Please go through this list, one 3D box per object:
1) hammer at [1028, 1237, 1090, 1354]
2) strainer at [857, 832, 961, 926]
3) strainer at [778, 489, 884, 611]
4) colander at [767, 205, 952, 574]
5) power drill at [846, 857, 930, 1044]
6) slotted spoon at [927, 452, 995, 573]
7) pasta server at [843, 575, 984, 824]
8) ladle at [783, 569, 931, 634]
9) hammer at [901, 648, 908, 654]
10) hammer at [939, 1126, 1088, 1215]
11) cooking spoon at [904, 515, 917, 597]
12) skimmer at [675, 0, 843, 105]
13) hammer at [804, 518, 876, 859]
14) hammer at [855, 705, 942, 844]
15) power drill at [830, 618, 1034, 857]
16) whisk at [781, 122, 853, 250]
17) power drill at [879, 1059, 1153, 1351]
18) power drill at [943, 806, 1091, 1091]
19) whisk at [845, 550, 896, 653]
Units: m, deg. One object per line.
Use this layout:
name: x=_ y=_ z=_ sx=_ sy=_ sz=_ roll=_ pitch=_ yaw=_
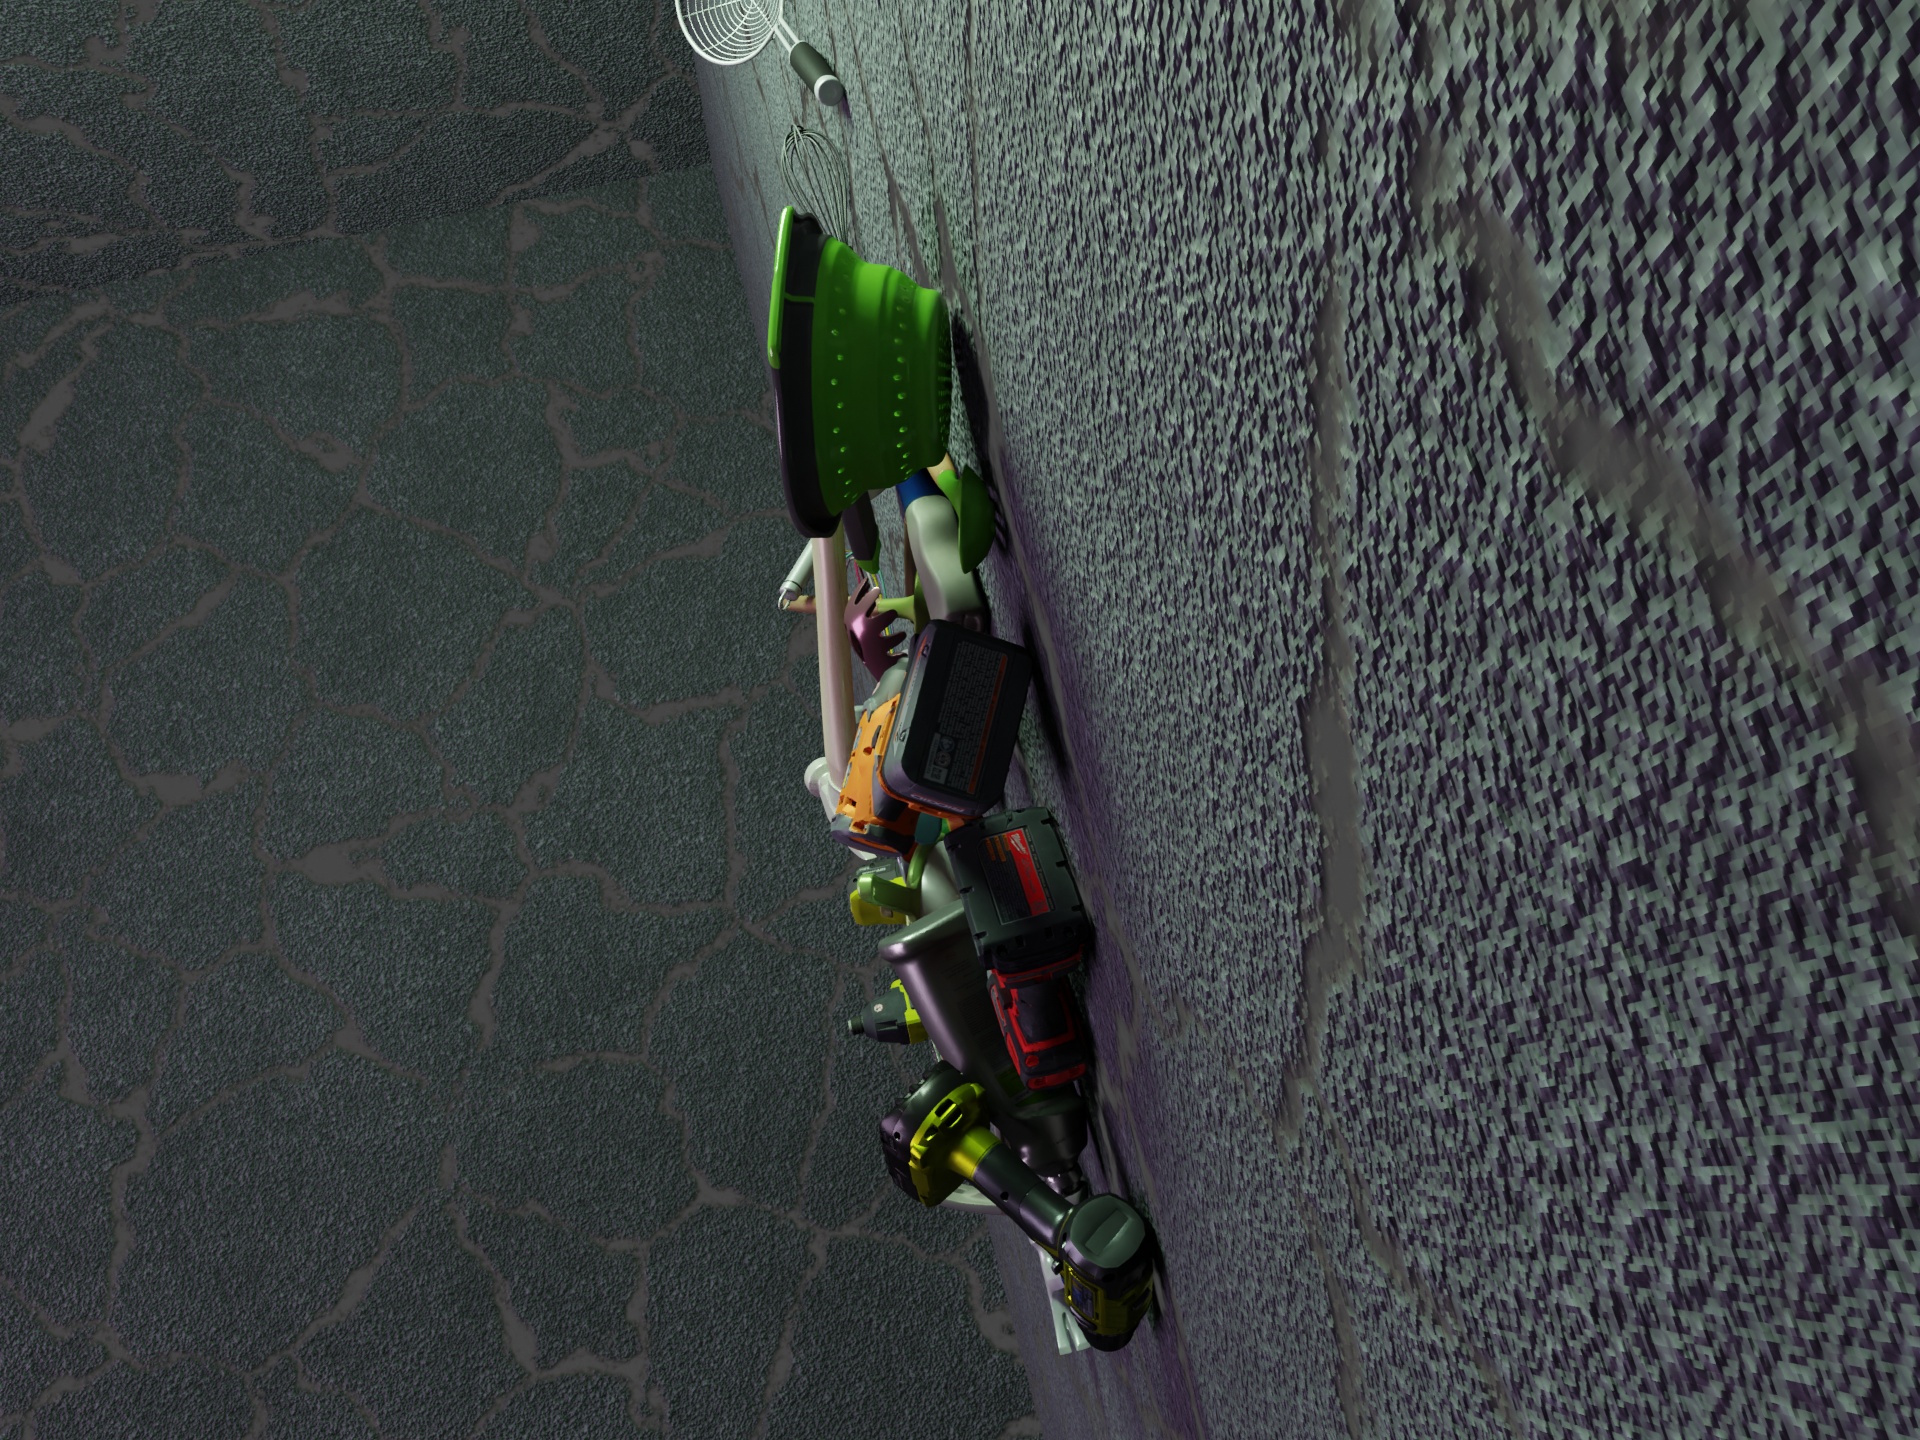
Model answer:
hammer: x=0.111 y=0.561 z=1.592 sx=0.405 sy=0.035 sz=0.144 roll=94 pitch=161 yaw=-69
strainer: x=-0.010 y=0.162 z=1.402 sx=0.256 sy=0.069 sz=0.151 roll=33 pitch=-127 yaw=-64
strainer: x=-0.113 y=-0.196 z=1.506 sx=0.086 sy=0.050 sz=0.259 roll=78 pitch=-149 yaw=-50
colander: x=-0.049 y=-0.193 z=1.095 sx=0.396 sy=0.094 sz=0.205 roll=78 pitch=-166 yaw=-71
power drill: x=-0.057 y=0.267 z=1.843 sx=0.080 sy=0.171 sz=0.223 roll=83 pitch=174 yaw=-46
slotted spoon: x=-0.013 y=-0.183 z=1.146 sx=0.314 sy=0.031 sz=0.070 roll=-112 pitch=18 yaw=-62
pasta server: x=-0.022 y=0.013 z=1.302 sx=0.060 sy=0.040 sz=0.315 roll=47 pitch=169 yaw=50
ladle: x=-0.089 y=-0.098 z=1.374 sx=0.320 sy=0.062 sz=0.078 roll=9 pitch=101 yaw=58
hammer: x=-0.002 y=-0.004 z=1.372 sx=0.386 sy=0.038 sz=0.143 roll=178 pitch=77 yaw=-83
hammer: x=0.025 y=0.269 z=1.385 sx=0.037 sy=0.149 sz=0.359 roll=-47 pitch=-46 yaw=-66
cooking spoon: x=-0.043 y=-0.173 z=1.453 sx=0.318 sy=0.017 sz=0.069 roll=95 pitch=161 yaw=-69
skimmer: x=-0.179 y=-0.606 z=1.389 sx=0.127 sy=0.090 sz=0.364 roll=-64 pitch=30 yaw=27
hammer: x=-0.102 y=-0.078 z=1.325 sx=0.146 sy=0.038 sz=0.410 roll=-133 pitch=35 yaw=-51
hammer: x=-0.067 y=0.065 z=1.483 sx=0.331 sy=0.033 sz=0.128 roll=-154 pitch=58 yaw=-75
power drill: x=-0.025 y=0.002 z=1.110 sx=0.226 sy=0.084 sz=0.164 roll=146 pitch=140 yaw=-70
whisk: x=-0.106 y=-0.407 z=1.388 sx=0.055 sy=0.055 sz=0.239 roll=163 pitch=89 yaw=-83
power drill: x=0.050 y=0.380 z=1.217 sx=0.229 sy=0.080 sz=0.190 roll=33 pitch=149 yaw=29
power drill: x=0.046 y=0.166 z=1.168 sx=0.219 sy=0.078 sz=0.143 roll=80 pitch=173 yaw=-52
whisk: x=-0.062 y=-0.048 z=1.461 sx=0.245 sy=0.051 sz=0.047 roll=68 pitch=-166 yaw=11
